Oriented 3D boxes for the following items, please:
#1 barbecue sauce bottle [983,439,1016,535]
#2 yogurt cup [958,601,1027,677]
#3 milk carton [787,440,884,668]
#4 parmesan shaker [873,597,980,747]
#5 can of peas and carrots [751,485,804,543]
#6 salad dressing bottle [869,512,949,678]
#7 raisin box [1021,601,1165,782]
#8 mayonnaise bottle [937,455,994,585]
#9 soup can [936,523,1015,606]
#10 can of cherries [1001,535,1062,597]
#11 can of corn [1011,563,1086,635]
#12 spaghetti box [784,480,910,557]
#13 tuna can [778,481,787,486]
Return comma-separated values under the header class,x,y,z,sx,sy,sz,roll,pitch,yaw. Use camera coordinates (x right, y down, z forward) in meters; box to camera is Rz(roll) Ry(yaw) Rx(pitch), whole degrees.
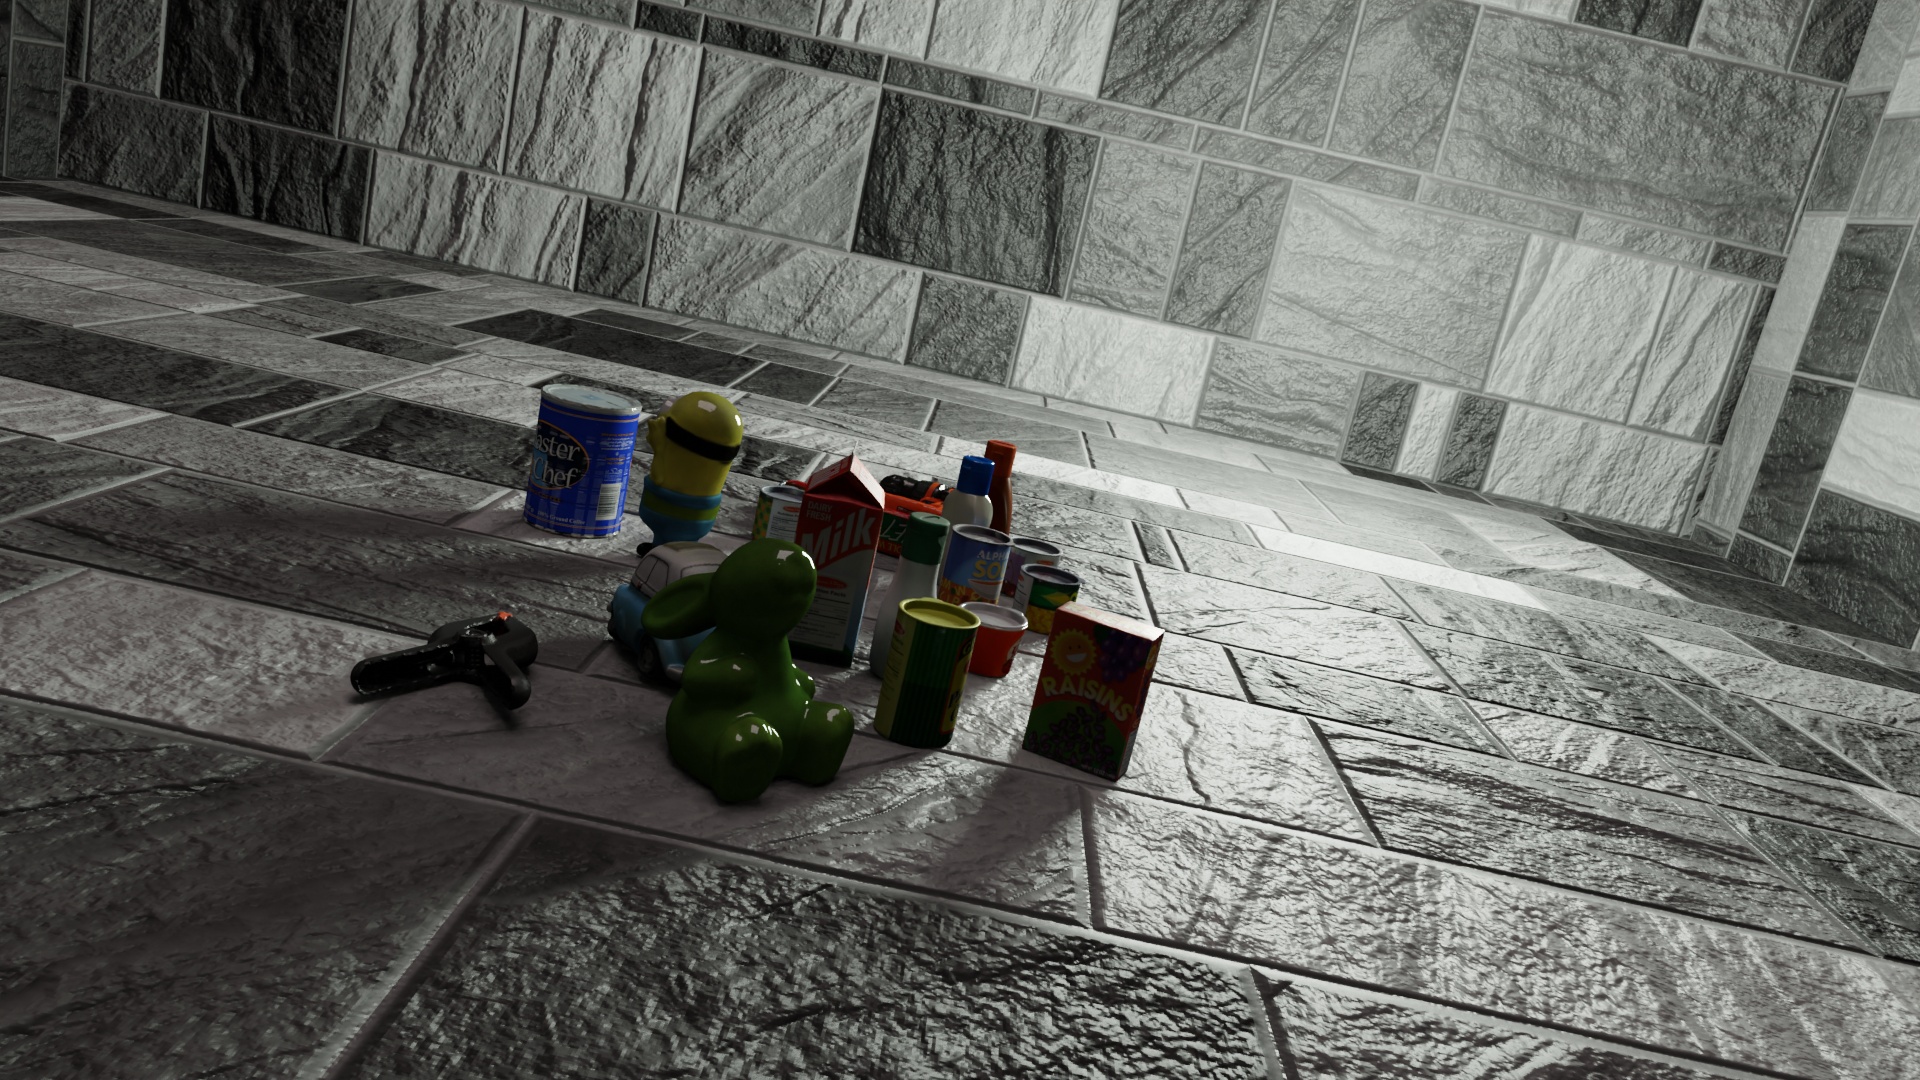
class,x,y,z,sx,sy,sz,roll,pitch,yaw
barbecue sauce bottle,0.034,-0.046,1.672,0.065,0.148,0.044,15,13,8
yogurt cup,0.025,0.094,1.304,0.072,0.053,0.072,12,13,-3
milk carton,-0.112,0.008,1.235,0.073,0.190,0.072,11,13,-5
parmesan shaker,-0.028,0.105,1.109,0.071,0.102,0.071,12,13,-3
can of peas and carrots,-0.200,-0.026,1.574,0.071,0.058,0.071,12,13,-3
salad dressing bottle,-0.043,0.050,1.221,0.044,0.147,0.064,20,15,27
raisin box,0.107,0.121,1.123,0.086,0.123,0.040,18,14,20
mayonnaise bottle,0.006,-0.019,1.542,0.065,0.147,0.041,24,17,40
soup can,0.017,0.033,1.478,0.071,0.083,0.071,12,13,-3
can of cherries,0.077,0.032,1.589,0.071,0.058,0.071,12,13,-3
can of corn,0.093,0.063,1.478,0.071,0.058,0.071,12,13,-3
spaghetti box,-0.096,-0.014,1.636,0.250,0.050,0.029,17,14,18
tuna can,-0.195,-0.049,1.724,0.071,0.032,0.071,12,14,-3
